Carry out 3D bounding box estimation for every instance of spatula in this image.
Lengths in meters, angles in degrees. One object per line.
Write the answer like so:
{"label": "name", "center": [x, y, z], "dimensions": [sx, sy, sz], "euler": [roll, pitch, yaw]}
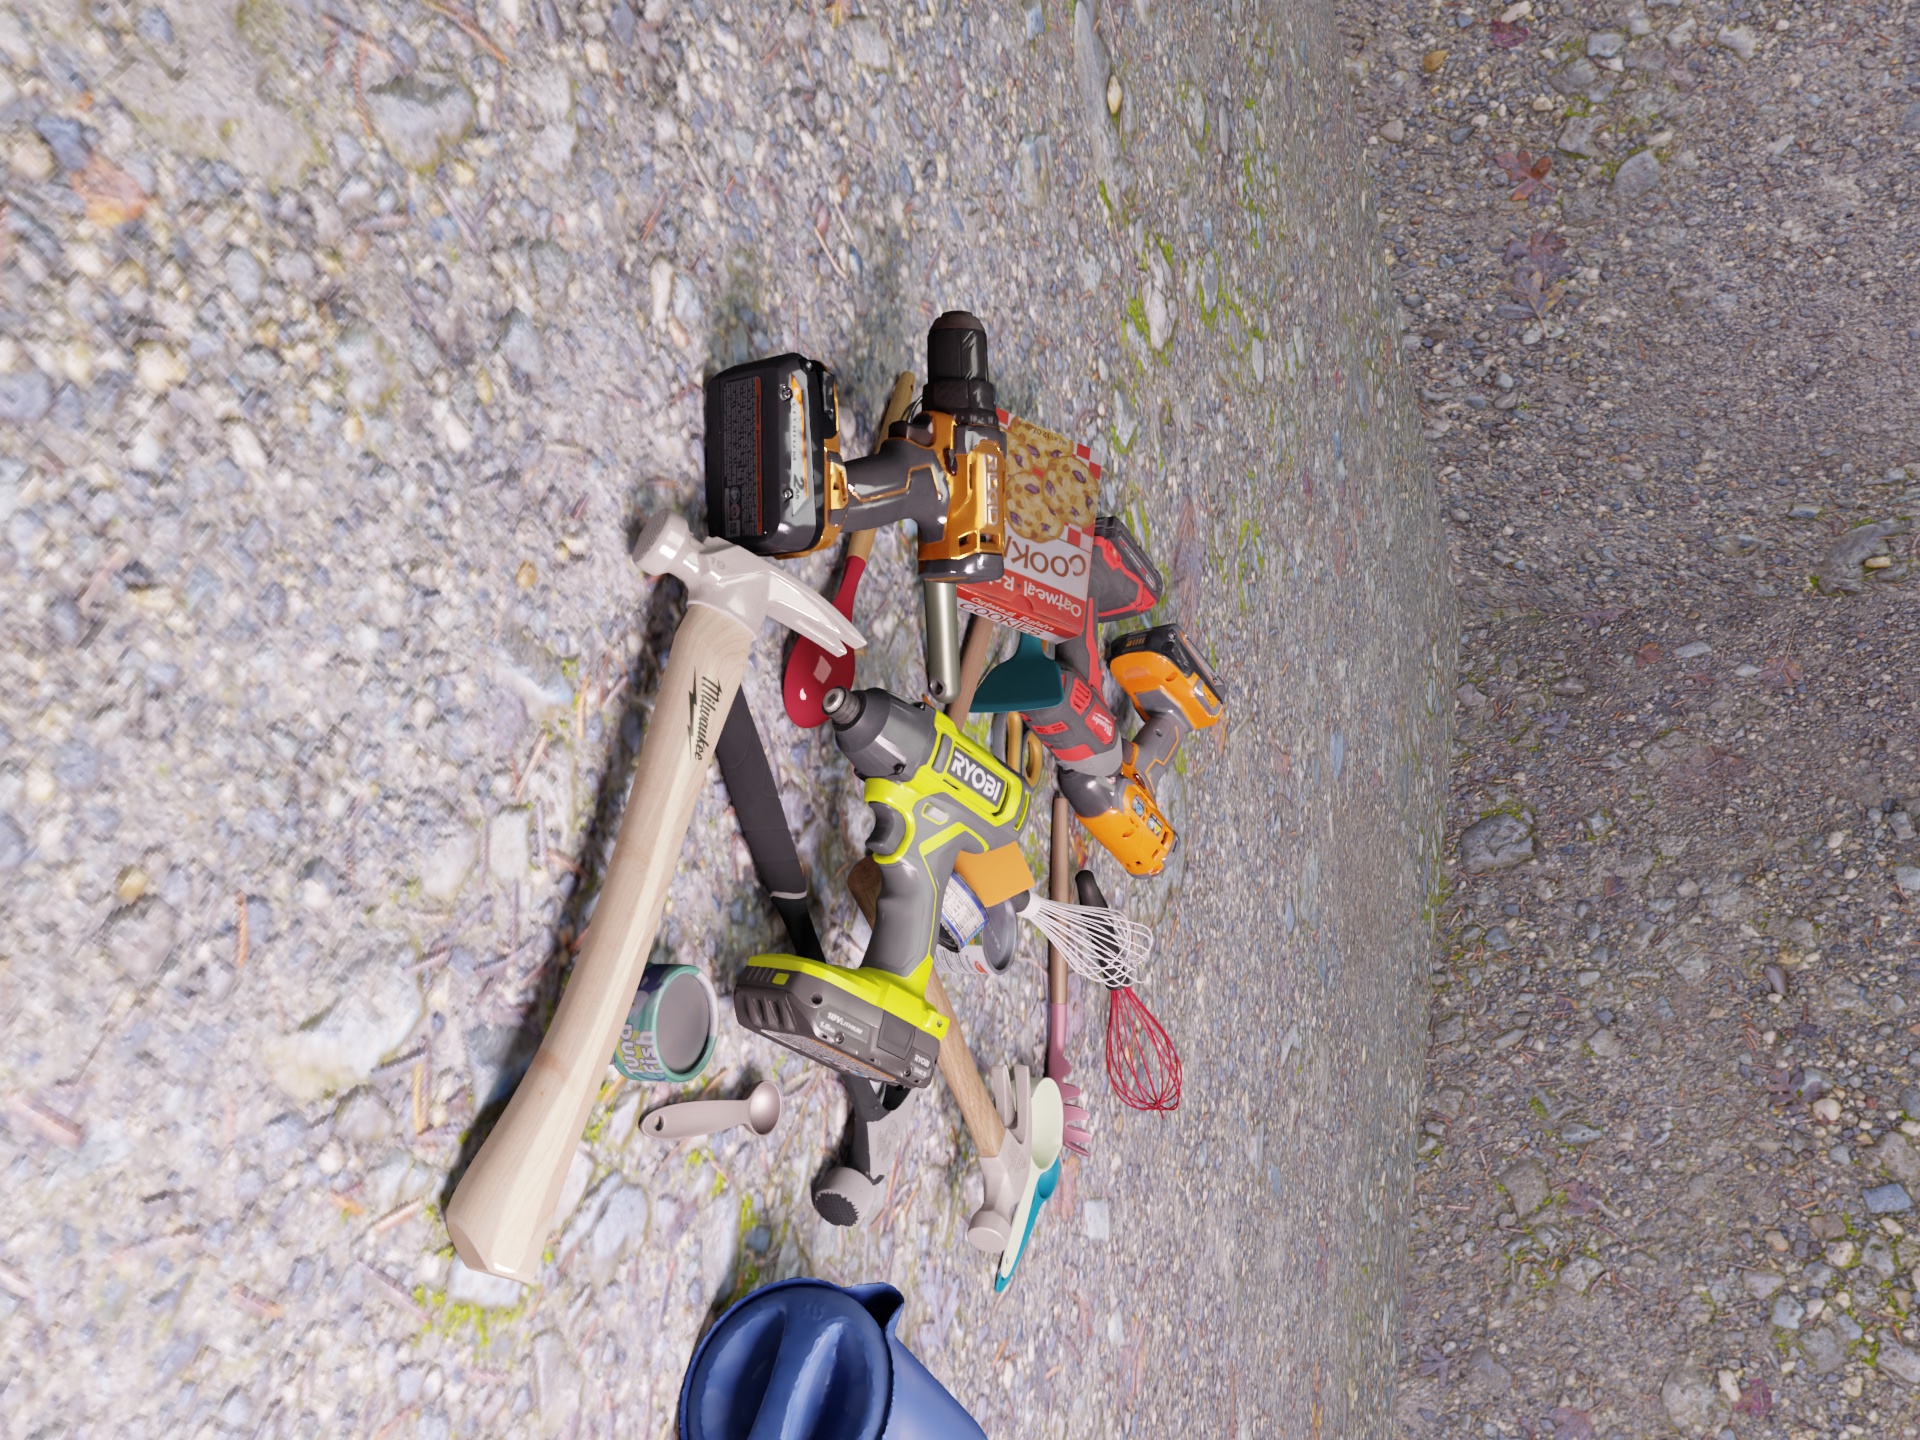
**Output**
{"label": "spatula", "center": [0.062, -0.133, 1.372], "dimensions": [0.044, 0.082, 0.318], "euler": [60, 31, -54]}
{"label": "spatula", "center": [-0.002, -0.004, 1.262], "dimensions": [0.059, 0.018, 0.316], "euler": [59, 39, -50]}

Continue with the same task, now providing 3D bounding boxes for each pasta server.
{"label": "pasta server", "center": [0.096, 0.226, 1.425], "dimensions": [0.060, 0.040, 0.316], "euler": [89, 2, -79]}

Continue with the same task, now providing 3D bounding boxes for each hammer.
{"label": "hammer", "center": [-0.102, 0.125, 1.028], "dimensions": [0.149, 0.036, 0.408], "euler": [-54, 135, -53]}
{"label": "hammer", "center": [-0.010, 0.226, 1.136], "dimensions": [0.130, 0.031, 0.331], "euler": [-67, 144, -49]}
{"label": "hammer", "center": [-0.165, 0.089, 0.850], "dimensions": [0.146, 0.038, 0.411], "euler": [30, 61, -28]}

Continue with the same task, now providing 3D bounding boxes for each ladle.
{"label": "ladle", "center": [-0.069, -0.132, 1.130], "dimensions": [0.069, 0.031, 0.316], "euler": [58, 36, -49]}

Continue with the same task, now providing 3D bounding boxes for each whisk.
{"label": "whisk", "center": [0.073, 0.161, 1.323], "dimensions": [0.284, 0.070, 0.070], "euler": [33, 58, -44]}
{"label": "whisk", "center": [0.153, 0.263, 1.508], "dimensions": [0.073, 0.073, 0.295], "euler": [-56, 134, -51]}
{"label": "whisk", "center": [-0.016, -0.125, 1.188], "dimensions": [0.059, 0.058, 0.246], "euler": [-29, 126, -41]}

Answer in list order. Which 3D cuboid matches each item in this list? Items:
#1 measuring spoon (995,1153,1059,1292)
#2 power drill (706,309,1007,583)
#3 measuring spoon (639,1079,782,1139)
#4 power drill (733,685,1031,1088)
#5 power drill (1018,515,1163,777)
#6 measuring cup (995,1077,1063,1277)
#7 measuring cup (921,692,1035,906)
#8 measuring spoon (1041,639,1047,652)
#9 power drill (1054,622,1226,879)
{"label": "measuring spoon", "center": [0.049, 0.421, 1.344], "dimensions": [0.129, 0.021, 0.042], "euler": [-61, 142, -33]}
{"label": "power drill", "center": [-0.054, -0.185, 1.033], "dimensions": [0.226, 0.084, 0.185], "euler": [-1, 91, -47]}
{"label": "measuring spoon", "center": [-0.151, 0.234, 0.947], "dimensions": [0.124, 0.018, 0.034], "euler": [12, 77, -57]}
{"label": "power drill", "center": [-0.050, 0.099, 0.988], "dimensions": [0.171, 0.080, 0.223], "euler": [36, 63, -39]}
{"label": "power drill", "center": [0.116, -0.060, 1.422], "dimensions": [0.143, 0.078, 0.220], "euler": [46, 46, -43]}
{"label": "measuring cup", "center": [0.043, 0.372, 1.305], "dimensions": [0.083, 0.038, 0.168], "euler": [59, 40, -45]}
{"label": "measuring cup", "center": [-0.007, 0.060, 1.182], "dimensions": [0.174, 0.052, 0.095], "euler": [59, -4, 22]}
{"label": "measuring spoon", "center": [0.083, -0.089, 1.453], "dimensions": [0.021, 0.011, 0.117], "euler": [56, 40, -47]}
{"label": "power drill", "center": [0.168, 0.016, 1.527], "dimensions": [0.164, 0.084, 0.227], "euler": [46, 51, -31]}
